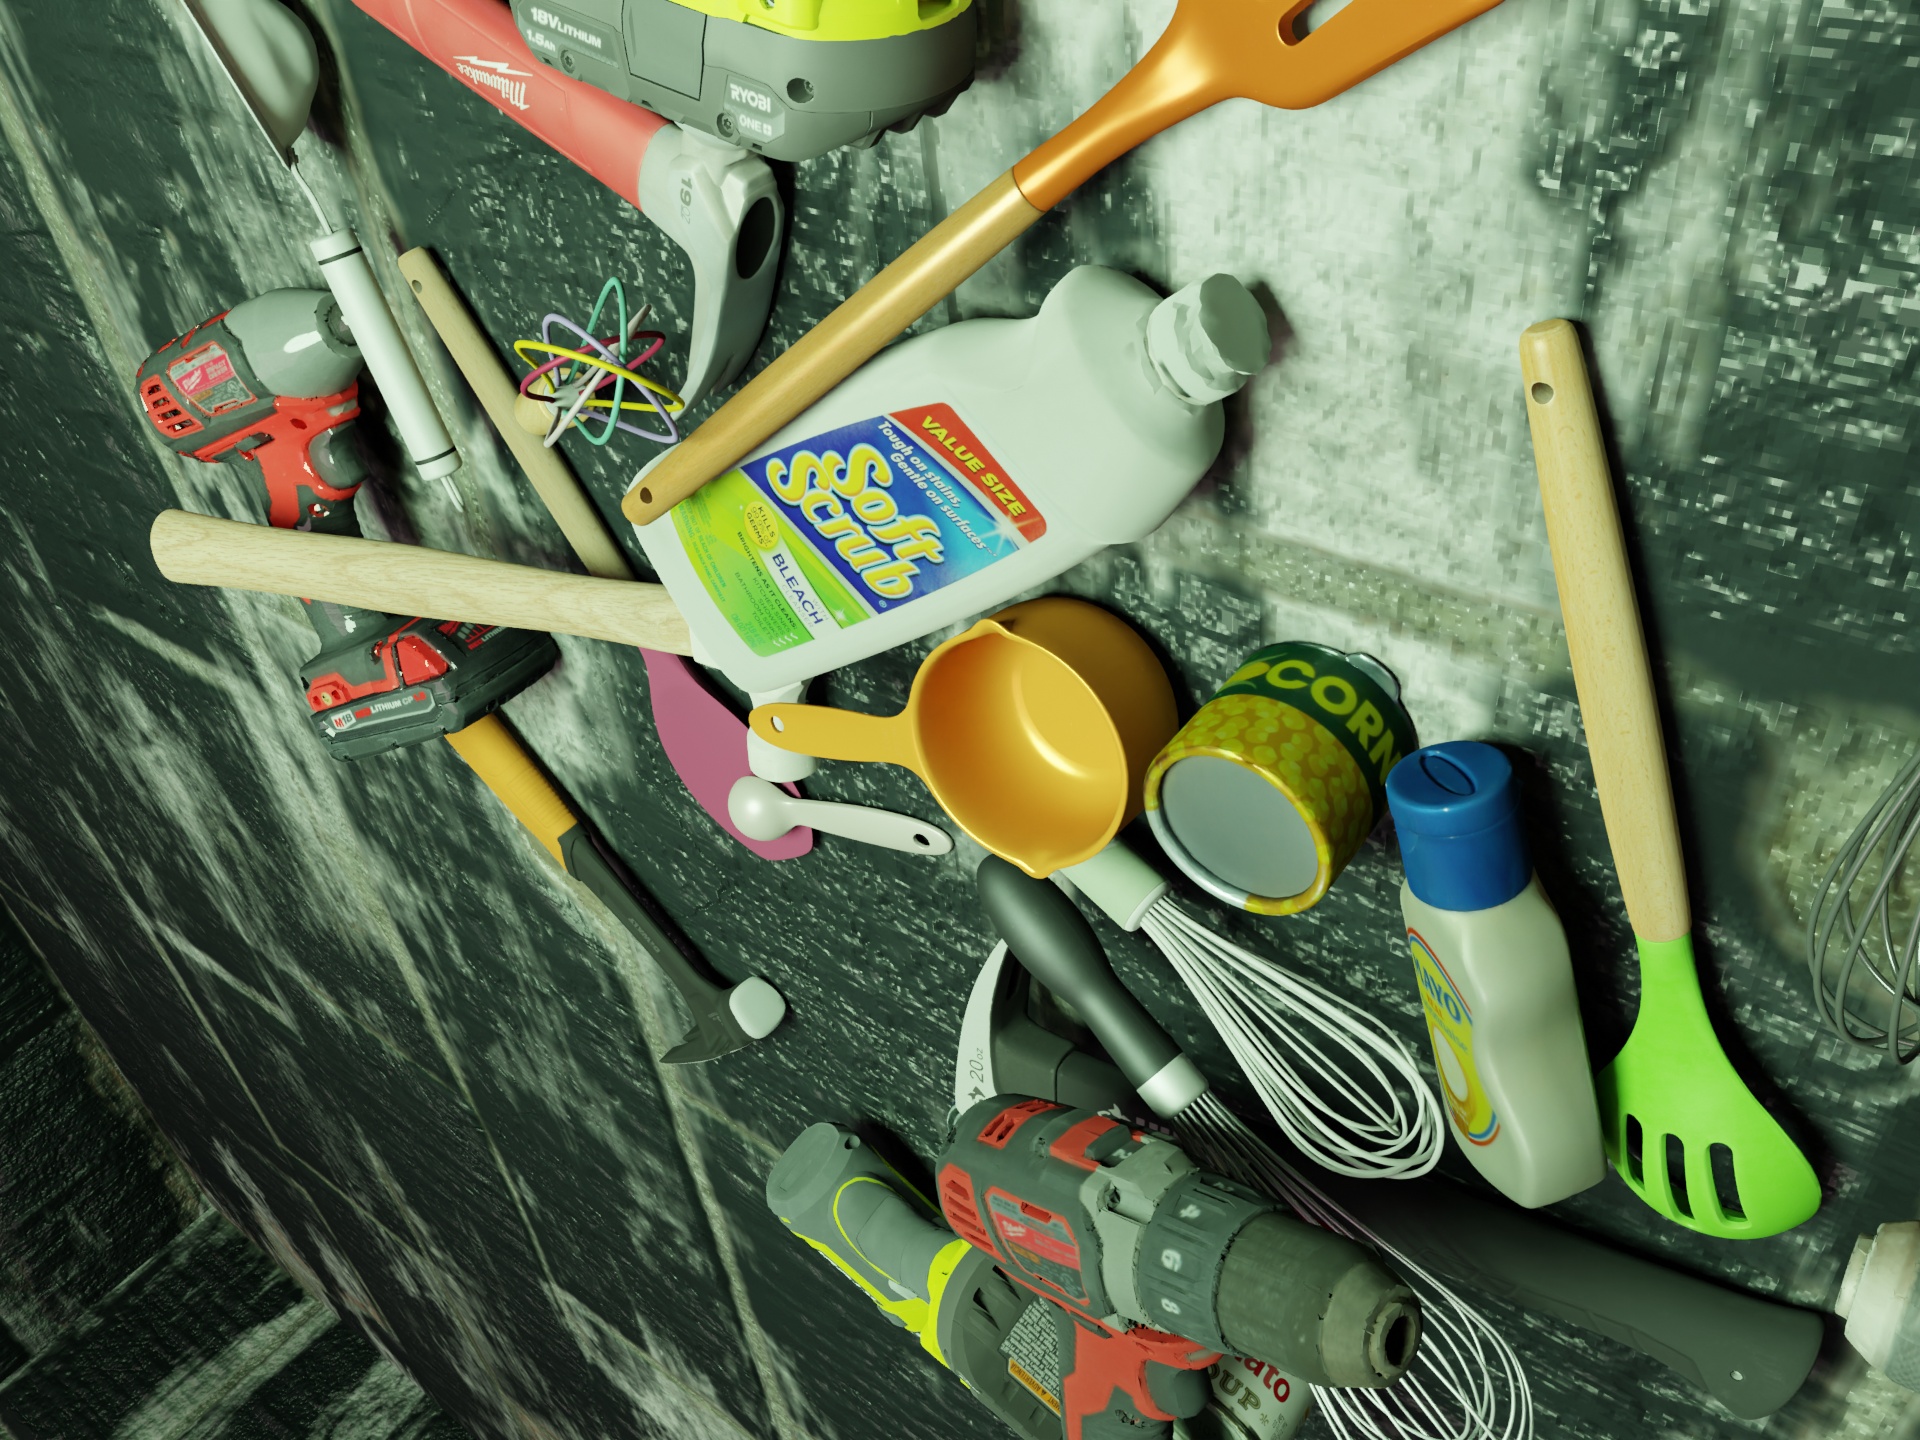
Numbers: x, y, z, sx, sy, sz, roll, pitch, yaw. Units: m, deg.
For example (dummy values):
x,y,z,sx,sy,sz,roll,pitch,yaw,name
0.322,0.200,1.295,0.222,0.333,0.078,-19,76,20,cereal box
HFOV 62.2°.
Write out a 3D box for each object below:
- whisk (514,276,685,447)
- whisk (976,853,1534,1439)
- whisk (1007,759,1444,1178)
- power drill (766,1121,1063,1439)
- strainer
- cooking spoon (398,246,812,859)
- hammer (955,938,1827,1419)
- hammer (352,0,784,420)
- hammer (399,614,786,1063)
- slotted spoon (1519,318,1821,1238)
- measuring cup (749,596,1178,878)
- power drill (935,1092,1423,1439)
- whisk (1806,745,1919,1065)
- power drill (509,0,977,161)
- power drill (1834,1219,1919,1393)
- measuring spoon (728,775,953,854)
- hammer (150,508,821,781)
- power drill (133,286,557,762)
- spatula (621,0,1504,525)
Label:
x,y,z,sx,sy,sz,roll,pitch,yaw,name
-0.141,-0.119,0.568,0.245,0.047,0.051,-160,59,-68,whisk
0.098,0.159,0.576,0.285,0.070,0.070,50,146,15,whisk
0.074,0.073,0.579,0.246,0.058,0.059,42,137,20,whisk
0.013,0.301,0.815,0.190,0.080,0.228,47,159,-19,power drill
-0.261,-0.205,0.659,0.087,0.050,0.258,44,156,63,strainer
-0.157,-0.066,0.719,0.069,0.017,0.318,-14,114,41,cooking spoon
0.142,0.173,0.606,0.335,0.035,0.146,14,118,32,hammer
-0.218,-0.265,0.577,0.386,0.038,0.143,38,145,13,hammer
-0.235,0.058,0.906,0.337,0.034,0.127,51,143,-5,hammer
0.192,0.038,0.449,0.070,0.031,0.313,9,128,47,slotted spoon
-0.001,-0.002,0.575,0.174,0.052,0.095,5,117,39,measuring cup
0.083,0.246,0.543,0.188,0.080,0.226,5,112,51,power drill
0.229,-0.012,0.349,0.055,0.055,0.238,18,131,35,whisk
-0.059,-0.268,0.379,0.171,0.080,0.223,29,137,24,power drill
0.295,0.094,0.319,0.185,0.084,0.226,17,125,35,power drill
-0.058,0.049,0.715,0.124,0.018,0.034,8,130,33,measuring spoon
-0.216,-0.060,0.695,0.331,0.031,0.130,9,122,18,hammer
-0.297,-0.099,0.776,0.143,0.078,0.219,-13,109,31,power drill
-0.003,-0.132,0.436,0.322,0.041,0.081,-30,92,37,spatula
